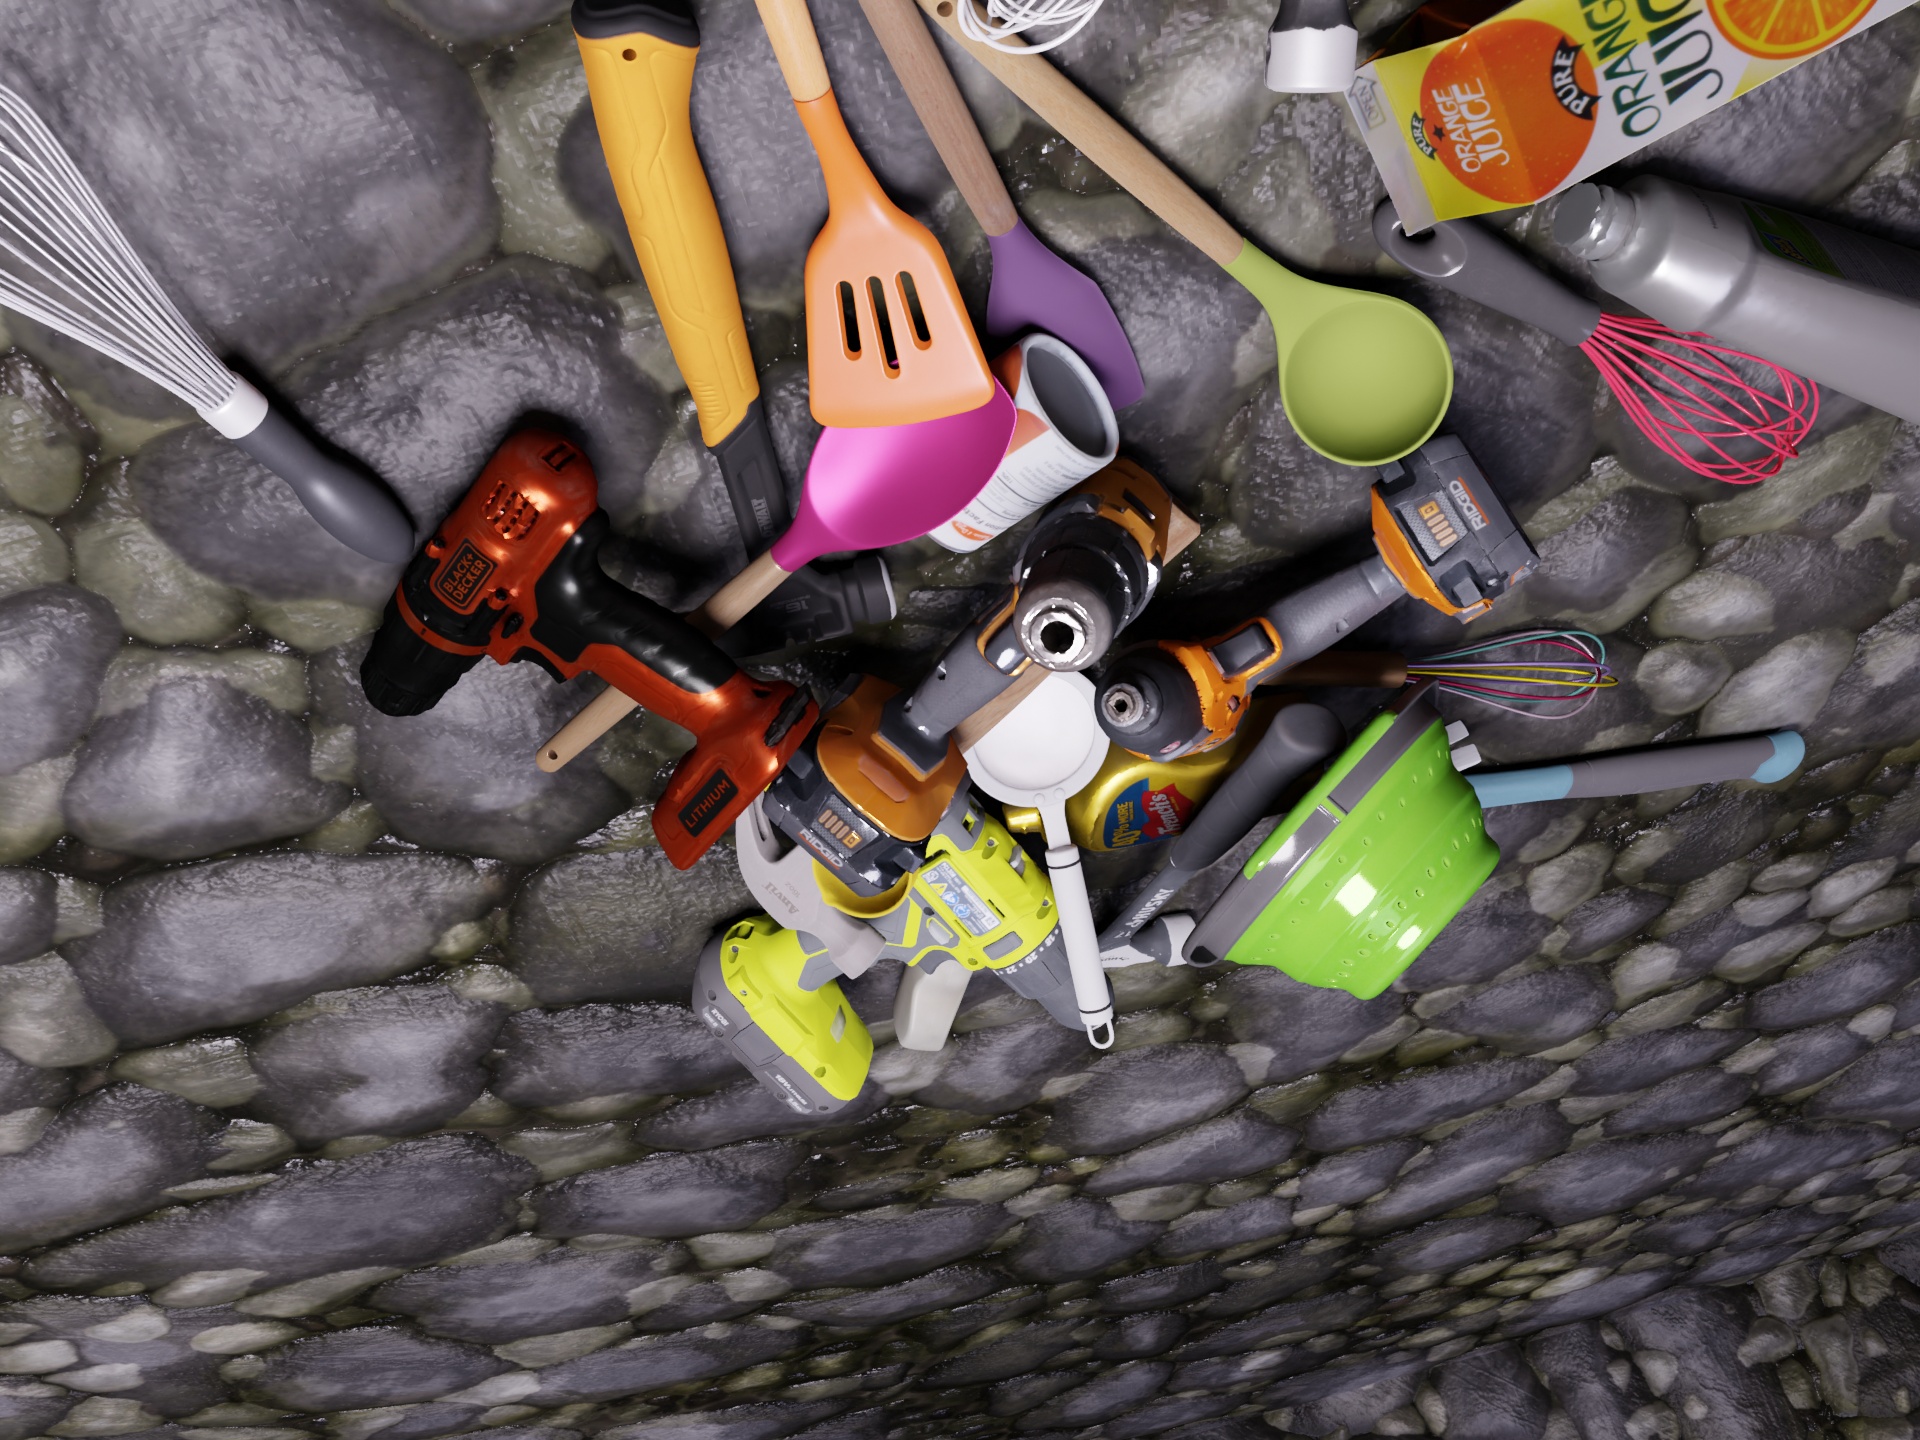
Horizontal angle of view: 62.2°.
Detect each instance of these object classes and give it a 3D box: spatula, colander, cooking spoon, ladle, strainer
[{"bbox_3d":[0.005,-0.215,0.633,0.060,0.018,0.315,-20,146,14],"label":"spatula"},{"bbox_3d":[-0.061,-0.239,0.561,0.081,0.041,0.322,-5,141,15],"label":"spatula"},{"bbox_3d":[0.233,0.097,0.934,0.204,0.094,0.397,-48,165,-2],"label":"colander"},{"bbox_3d":[-0.099,-0.061,0.732,0.319,0.017,0.068,-36,102,28],"label":"cooking spoon"},{"bbox_3d":[0.099,-0.203,0.661,0.319,0.062,0.078,26,128,-37],"label":"ladle"},{"bbox_3d":[0.055,0.070,0.916,0.087,0.050,0.258,-13,101,-2],"label":"strainer"}]

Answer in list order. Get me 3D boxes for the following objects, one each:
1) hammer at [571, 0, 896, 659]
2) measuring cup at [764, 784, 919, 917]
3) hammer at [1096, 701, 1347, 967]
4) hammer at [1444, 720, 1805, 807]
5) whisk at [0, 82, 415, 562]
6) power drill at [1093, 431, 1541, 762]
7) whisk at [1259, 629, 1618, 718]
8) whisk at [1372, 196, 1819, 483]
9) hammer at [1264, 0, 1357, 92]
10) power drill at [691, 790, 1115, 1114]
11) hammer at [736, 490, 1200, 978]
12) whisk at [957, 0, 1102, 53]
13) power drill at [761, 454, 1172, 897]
[{"bbox_3d":[-0.110,-0.146,0.677,0.127,0.034,0.336,-14,142,-4],"label":"hammer"},{"bbox_3d":[-0.083,0.040,0.864,0.062,0.156,0.029,-44,178,22],"label":"measuring cup"},{"bbox_3d":[0.131,0.086,0.961,0.149,0.036,0.408,-7,157,-15],"label":"hammer"},{"bbox_3d":[0.426,0.041,1.093,0.331,0.033,0.128,-6,142,-12],"label":"hammer"},{"bbox_3d":[-0.301,-0.141,0.606,0.070,0.070,0.284,-23,147,10],"label":"whisk"},{"bbox_3d":[0.172,-0.051,0.810,0.226,0.084,0.164,-33,170,21],"label":"power drill"},{"bbox_3d":[0.283,-0.030,0.949,0.245,0.047,0.051,1,131,-14],"label":"whisk"},{"bbox_3d":[0.309,-0.182,0.760,0.295,0.073,0.073,18,132,-27],"label":"whisk"},{"bbox_3d":[0.273,-0.288,0.528,0.335,0.035,0.146,1,115,2],"label":"hammer"},{"bbox_3d":[-0.035,0.154,0.991,0.228,0.080,0.190,-33,107,25],"label":"power drill"},{"bbox_3d":[-0.001,-0.003,0.860,0.130,0.031,0.331,43,112,-6],"label":"hammer"},{"bbox_3d":[0.082,-0.321,0.515,0.246,0.058,0.059,-45,165,27],"label":"whisk"},{"bbox_3d":[0.006,-0.017,0.739,0.084,0.185,0.226,42,114,-7],"label":"power drill"}]
